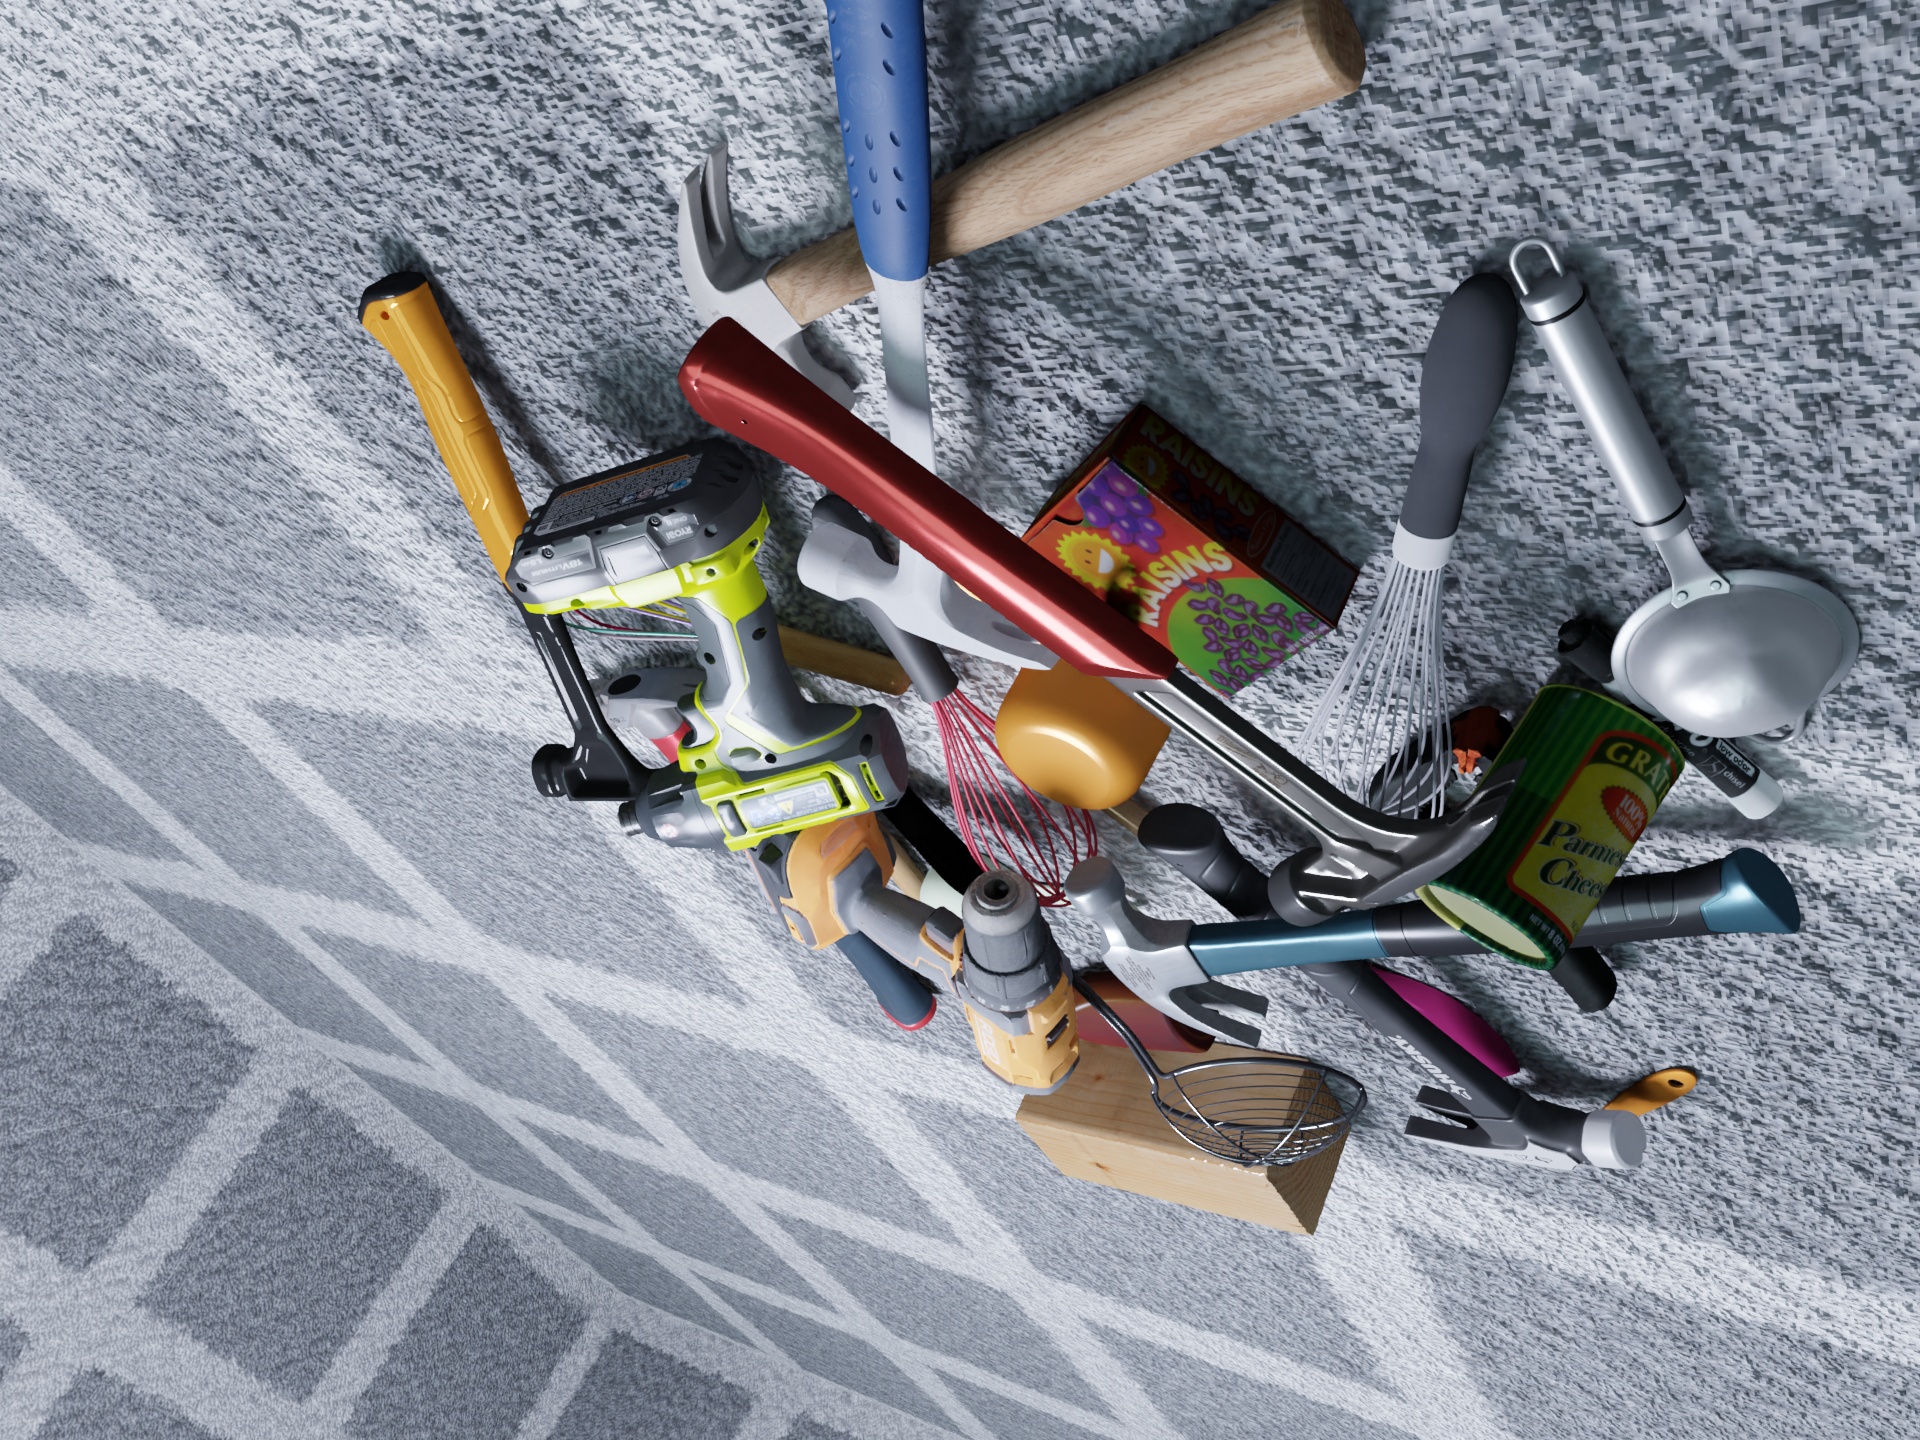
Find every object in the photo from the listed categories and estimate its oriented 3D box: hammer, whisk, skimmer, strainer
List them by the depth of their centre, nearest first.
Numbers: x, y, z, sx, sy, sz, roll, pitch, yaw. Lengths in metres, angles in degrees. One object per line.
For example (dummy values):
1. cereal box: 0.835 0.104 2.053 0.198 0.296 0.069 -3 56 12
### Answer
1. strainer: 0.257 -0.066 0.578 0.087 0.050 0.258 -20 121 34
2. hammer: -0.018 -0.164 0.608 0.144 0.035 0.405 25 149 19
3. hammer: 0.003 -0.199 0.611 0.331 0.031 0.130 -8 133 46
4. whisk: 0.178 -0.047 0.636 0.070 0.070 0.284 19 136 20
5. hammer: 0.043 -0.047 0.637 0.359 0.037 0.149 37 150 -1
6. hammer: 0.217 0.100 0.765 0.331 0.033 0.128 -12 126 35
7. whisk: -0.001 -0.003 0.882 0.073 0.073 0.295 -2 130 43
8. hammer: 0.222 0.152 0.886 0.334 0.035 0.146 39 154 -20
9. hammer: -0.248 -0.093 0.912 0.127 0.034 0.336 -1 124 25
10. whisk: -0.143 -0.056 0.941 0.245 0.051 0.047 17 141 17
11. skimmer: 0.088 0.141 0.991 0.363 0.090 0.127 44 149 13
12. hammer: -0.116 0.105 1.155 0.143 0.038 0.385 -3 136 41

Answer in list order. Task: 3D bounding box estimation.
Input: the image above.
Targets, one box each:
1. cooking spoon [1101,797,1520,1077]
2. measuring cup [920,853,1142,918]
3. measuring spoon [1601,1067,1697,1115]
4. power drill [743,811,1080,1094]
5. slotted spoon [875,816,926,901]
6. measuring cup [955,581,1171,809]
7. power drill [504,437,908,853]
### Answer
1. cooking spoon: 0.198 0.126 0.929 0.318 0.017 0.068 36 149 -10
2. measuring cup: 0.043 0.127 1.045 0.168 0.038 0.083 5 141 40
3. measuring spoon: 0.387 0.222 0.912 0.021 0.011 0.116 27 149 6
4. power drill: -0.028 0.110 0.938 0.226 0.084 0.185 32 152 30
5. slotted spoon: -0.059 0.078 1.078 0.070 0.031 0.313 9 145 42
6. measuring cup: 0.030 -0.017 0.832 0.173 0.052 0.095 38 149 -15
7. power drill: -0.145 -0.027 0.870 0.171 0.080 0.223 -15 122 13
